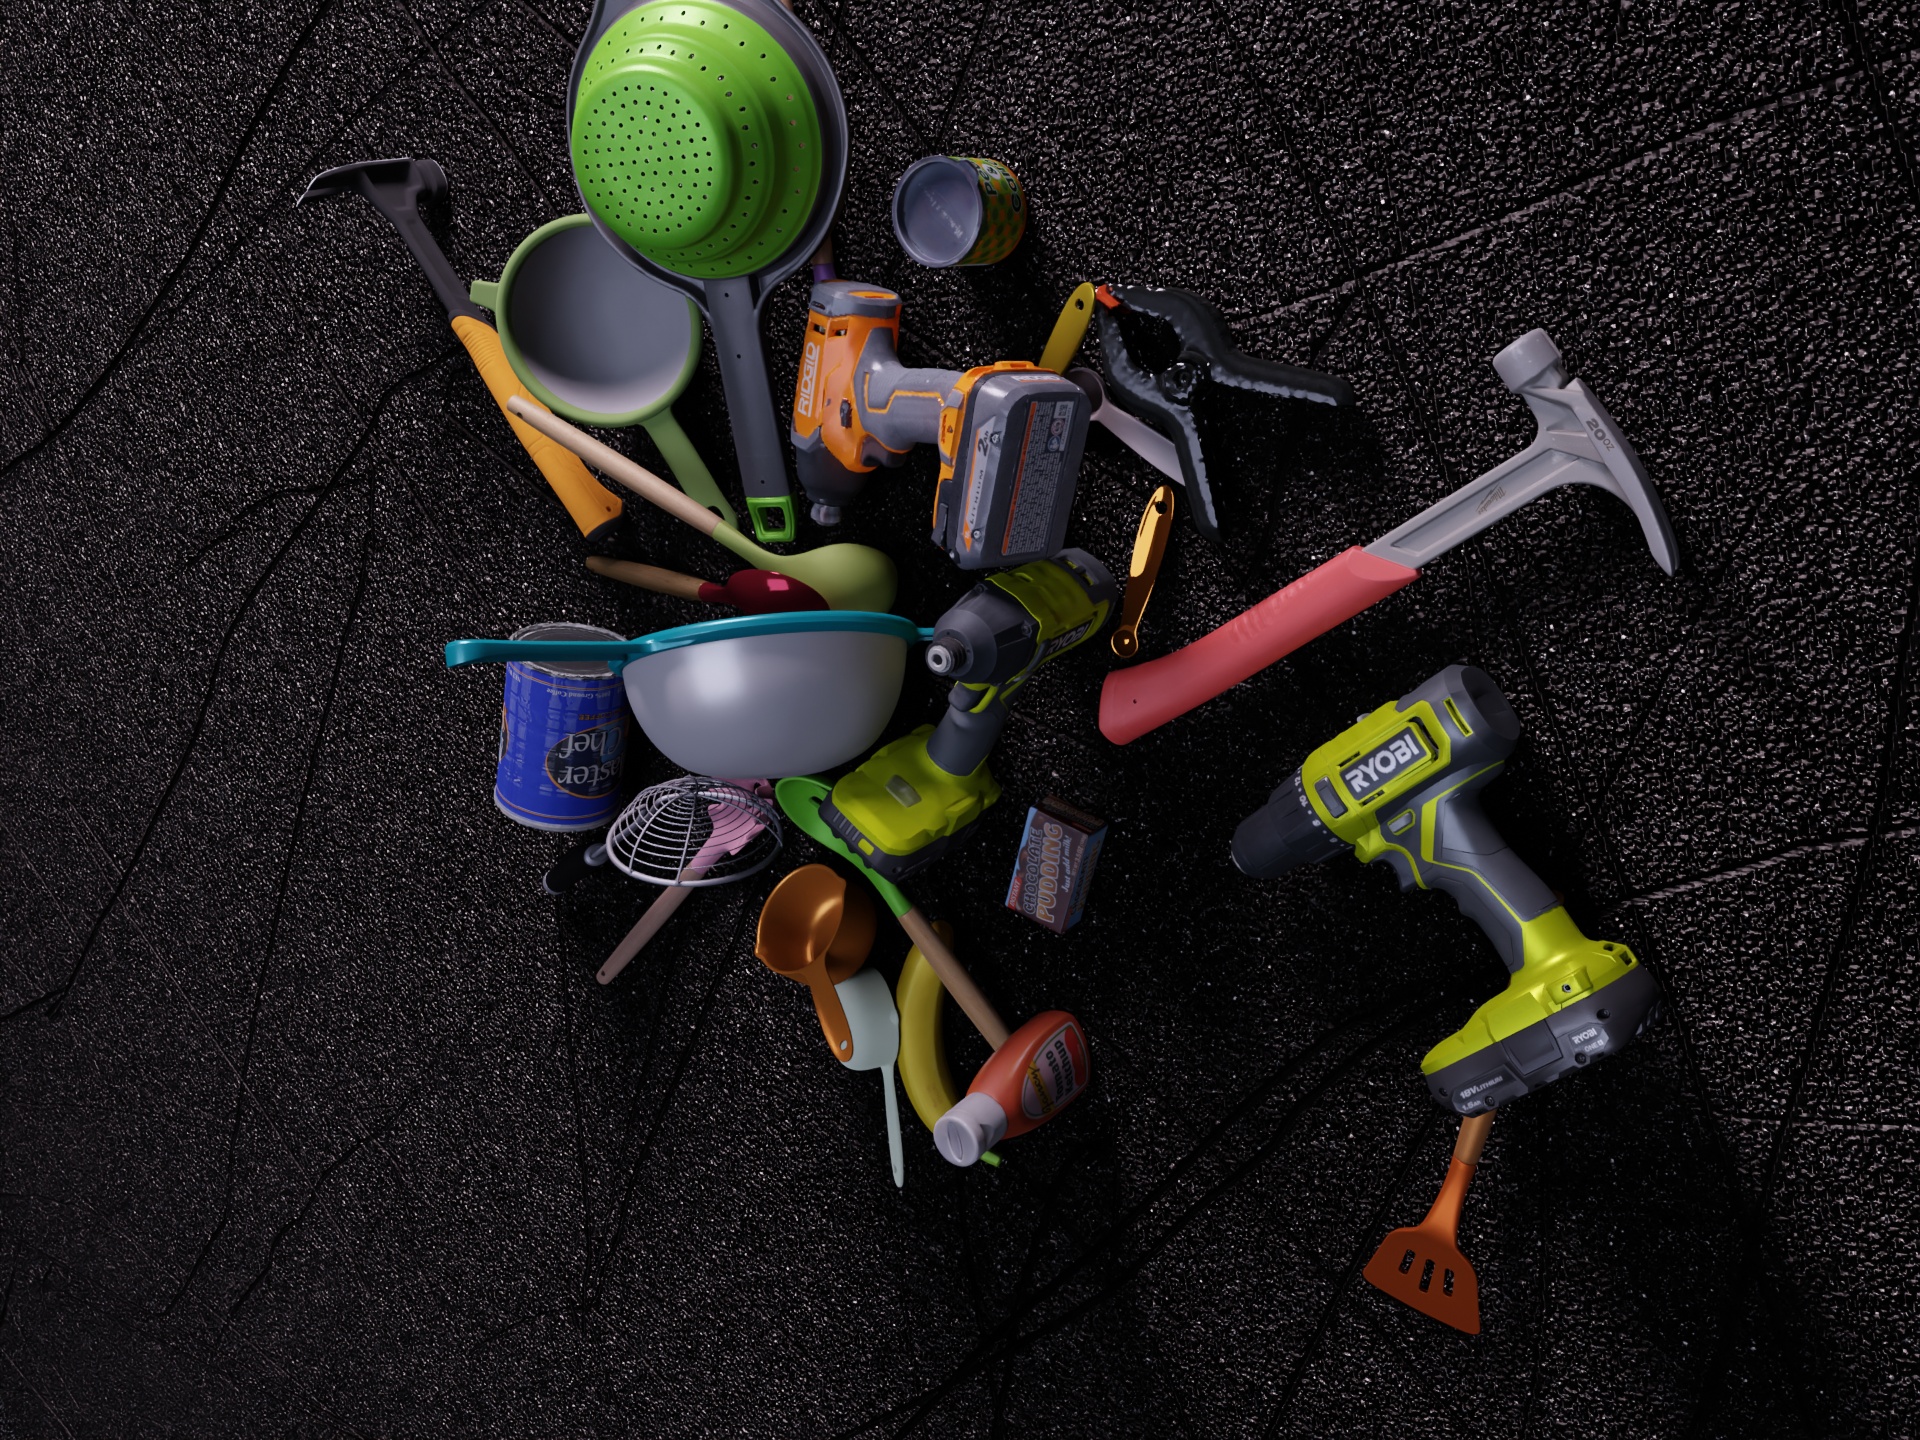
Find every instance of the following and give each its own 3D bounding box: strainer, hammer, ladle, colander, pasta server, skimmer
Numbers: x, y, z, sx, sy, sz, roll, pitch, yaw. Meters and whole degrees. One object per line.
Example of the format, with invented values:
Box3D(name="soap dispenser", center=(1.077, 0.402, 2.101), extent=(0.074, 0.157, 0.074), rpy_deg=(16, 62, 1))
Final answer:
Box3D(name="strainer", center=(-0.172, -0.007, 1.034), extent=(0.211, 0.340, 0.095), rpy_deg=(-13, 83, 43))
Box3D(name="hammer", center=(0.228, -0.068, 0.945), extent=(0.359, 0.036, 0.149), rpy_deg=(-33, 86, 36))
Box3D(name="ladle", center=(-0.200, -0.100, 1.170), extent=(0.316, 0.031, 0.069), rpy_deg=(16, 158, 49))
Box3D(name="colander", center=(-0.169, -0.293, 1.053), extent=(0.204, 0.094, 0.396), rpy_deg=(1, 117, 18))
Box3D(name="strainer", center=(-0.231, -0.252, 1.180), extent=(0.151, 0.069, 0.256), rpy_deg=(-25, 109, 14))
Box3D(name="pasta server", center=(-0.235, 0.137, 1.316), extent=(0.316, 0.040, 0.060), rpy_deg=(-47, 66, 36))
Box3D(name="ladle", center=(-0.187, -0.157, 1.139), extent=(0.320, 0.062, 0.078), rpy_deg=(32, 145, 10))
Box3D(name="hammer", center=(-0.369, -0.284, 1.231), extent=(0.034, 0.127, 0.337), rpy_deg=(-32, 92, 37))
Box3D(name="skimmer", center=(-0.258, 0.120, 1.260), extent=(0.363, 0.127, 0.090), rpy_deg=(-30, 82, 55))

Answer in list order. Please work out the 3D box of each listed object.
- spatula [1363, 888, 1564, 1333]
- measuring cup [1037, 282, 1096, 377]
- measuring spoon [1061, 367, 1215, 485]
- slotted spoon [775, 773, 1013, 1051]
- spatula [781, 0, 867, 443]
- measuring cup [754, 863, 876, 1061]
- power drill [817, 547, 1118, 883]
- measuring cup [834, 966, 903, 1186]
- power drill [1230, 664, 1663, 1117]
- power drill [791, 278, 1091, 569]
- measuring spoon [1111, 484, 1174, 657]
Box3D(name="spatula", center=(0.324, 0.248, 0.993), extent=(0.081, 0.041, 0.322), rpy_deg=(21, 112, 27))
Box3D(name="measuring cup", center=(0.044, -0.211, 1.003), extent=(0.062, 0.029, 0.156), rpy_deg=(51, 139, 21))
Box3D(name="measuring spoon", center=(0.114, -0.181, 0.999), extent=(0.124, 0.018, 0.034), rpy_deg=(38, 131, 10))
Box3D(name="slotted spoon", center=(-0.026, 0.158, 1.155), extent=(0.070, 0.031, 0.313), rpy_deg=(-26, 104, 48))
Box3D(name="spatula", center=(-0.100, -0.337, 1.085), extent=(0.060, 0.018, 0.315), rpy_deg=(2, 107, 34))
Box3D(name="measuring cup", center=(-0.093, 0.187, 1.181), extent=(0.095, 0.052, 0.174), rpy_deg=(-39, 46, 16))
Box3D(name="power drill", center=(-0.002, -0.003, 1.037), extent=(0.080, 0.171, 0.223), rpy_deg=(42, 127, 15))
Box3D(name="measuring cup", center=(-0.072, 0.275, 1.215), extent=(0.083, 0.038, 0.168), rpy_deg=(158, 105, -66))
Box3D(name="power drill", center=(0.277, 0.107, 0.931), extent=(0.190, 0.080, 0.229), rpy_deg=(-40, 71, 34))
Box3D(name="power drill", center=(-0.028, -0.175, 1.017), extent=(0.227, 0.084, 0.164), rpy_deg=(34, 123, 40))
Box3D(name="measuring spoon", center=(0.120, -0.096, 1.025), extent=(0.021, 0.011, 0.117), rpy_deg=(23, 113, 25))
